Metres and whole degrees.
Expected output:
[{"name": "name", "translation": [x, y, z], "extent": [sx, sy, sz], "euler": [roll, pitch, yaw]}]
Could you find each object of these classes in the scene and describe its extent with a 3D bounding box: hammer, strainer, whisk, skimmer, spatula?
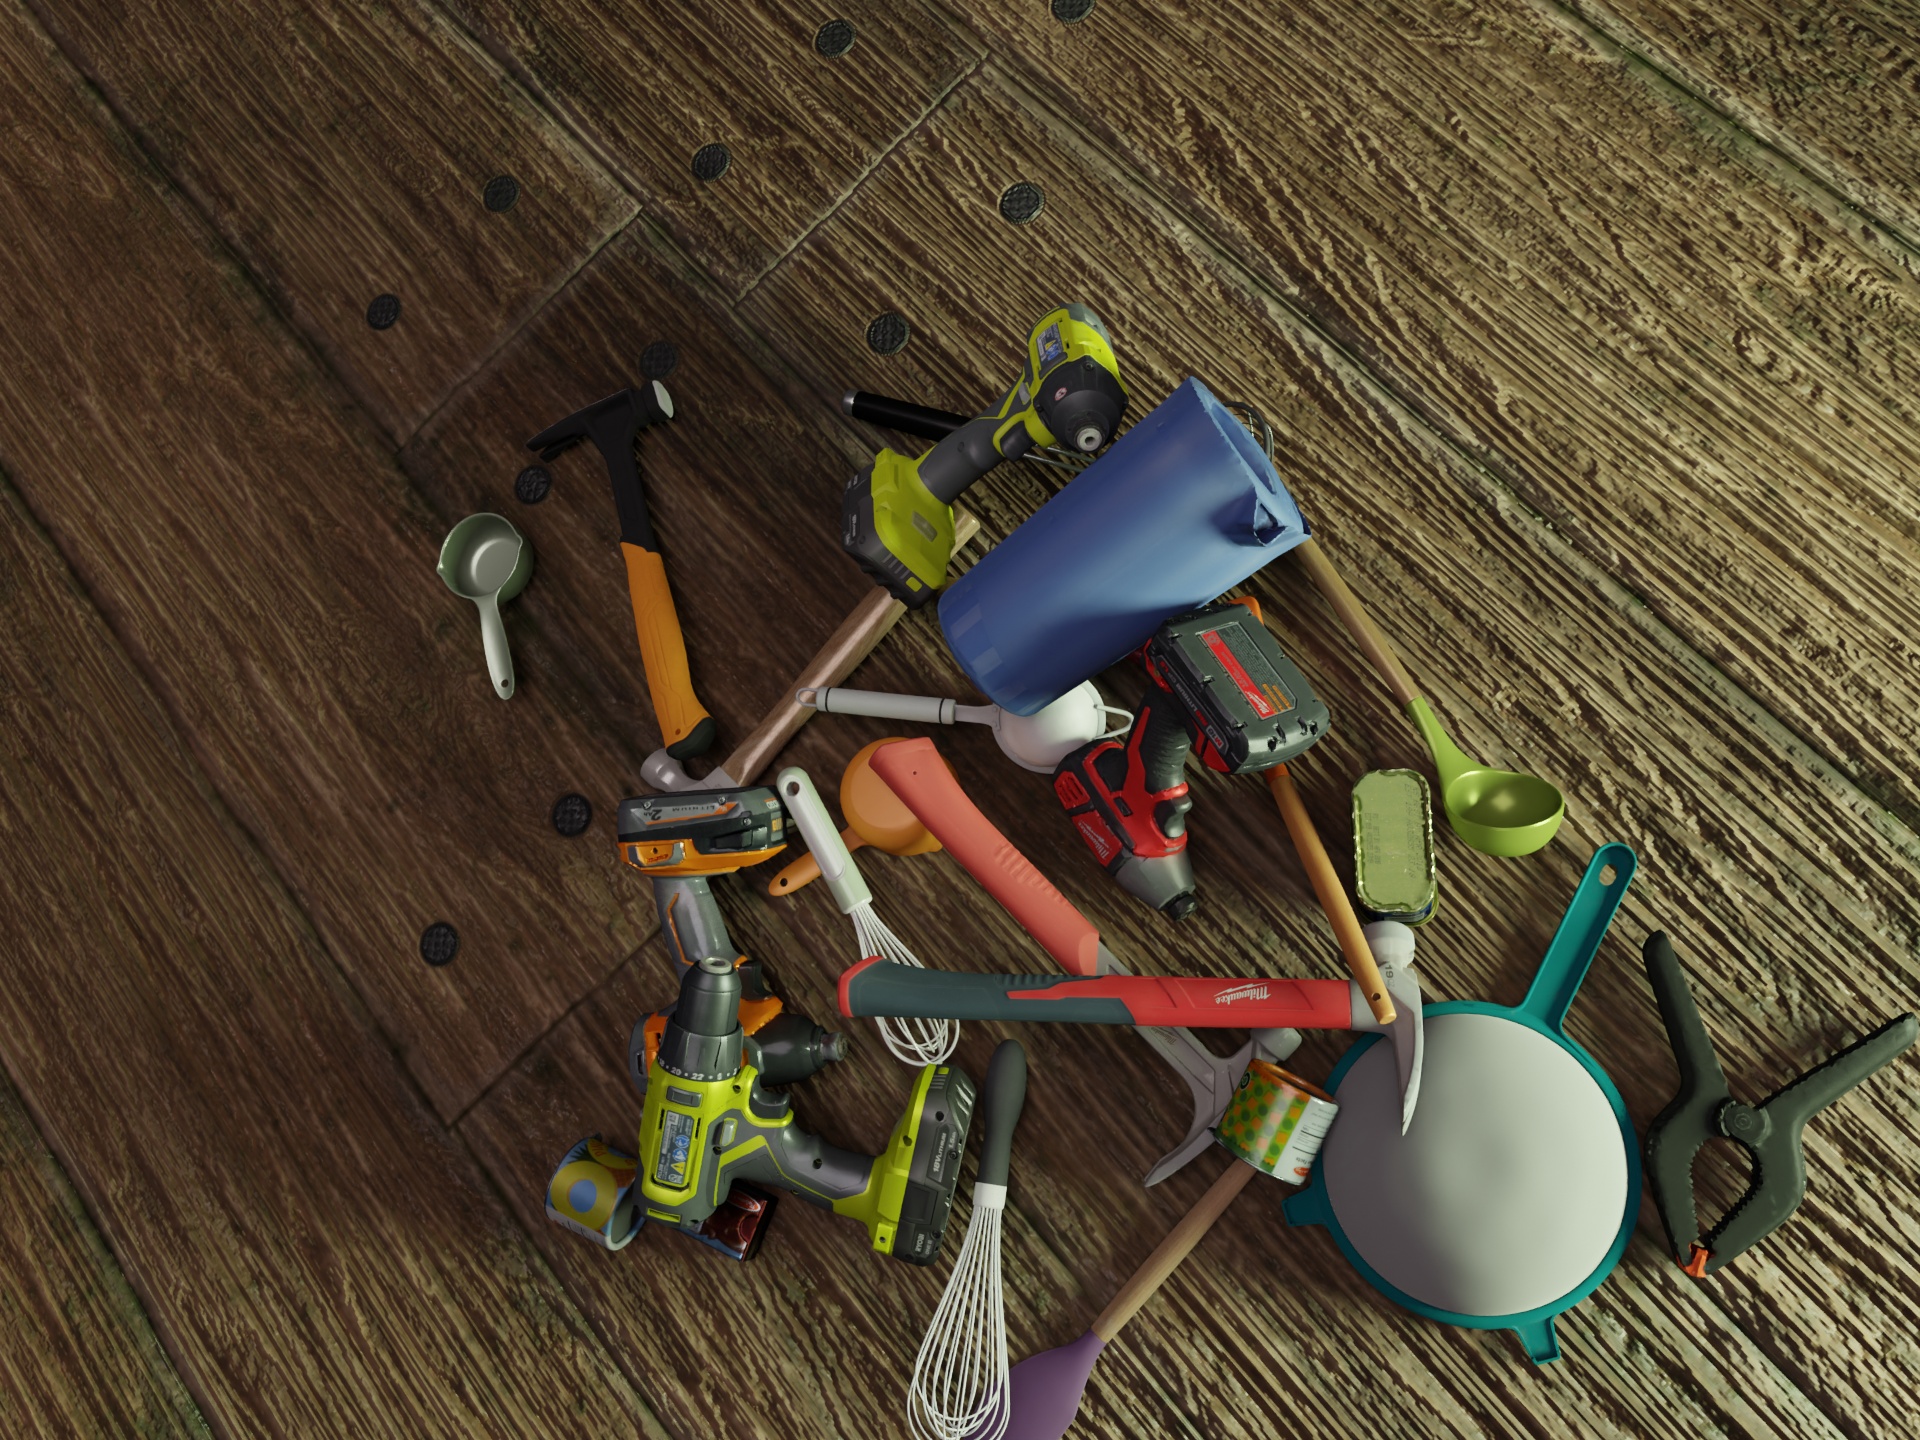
[{"name": "hammer", "translation": [-0.264, -0.118, 1.296], "extent": [0.127, 0.034, 0.337], "euler": [-22, 66, 9]}, {"name": "hammer", "translation": [0.105, 0.198, 1.055], "extent": [0.386, 0.038, 0.143], "euler": [-1, 47, 11]}, {"name": "strainer", "translation": [-0.002, -0.004, 1.189], "extent": [0.258, 0.050, 0.086], "euler": [6, 112, 14]}, {"name": "whisk", "translation": [-0.072, 0.143, 1.168], "extent": [0.058, 0.059, 0.246], "euler": [-30, 82, 12]}, {"name": "hammer", "translation": [-0.102, -0.039, 1.252], "extent": [0.130, 0.031, 0.331], "euler": [41, 91, 20]}, {"name": "skimmer", "translation": [0.062, -0.214, 1.214], "extent": [0.363, 0.090, 0.127], "euler": [18, 85, 19]}, {"name": "spatula", "translation": [0.223, 0.057, 1.080], "extent": [0.081, 0.041, 0.323], "euler": [-26, 54, 12]}, {"name": "whisk", "translation": [0.017, 0.367, 1.115], "extent": [0.070, 0.070, 0.285], "euler": [5, 74, 17]}, {"name": "spatula", "translation": [0.111, 0.403, 1.098], "extent": [0.316, 0.018, 0.060], "euler": [-49, 58, 1]}, {"name": "strainer", "translation": [0.359, 0.229, 1.026], "extent": [0.211, 0.095, 0.340], "euler": [26, 87, 20]}, {"name": "hammer", "translation": [0.062, 0.152, 1.130], "extent": [0.359, 0.036, 0.149], "euler": [44, 91, 10]}]

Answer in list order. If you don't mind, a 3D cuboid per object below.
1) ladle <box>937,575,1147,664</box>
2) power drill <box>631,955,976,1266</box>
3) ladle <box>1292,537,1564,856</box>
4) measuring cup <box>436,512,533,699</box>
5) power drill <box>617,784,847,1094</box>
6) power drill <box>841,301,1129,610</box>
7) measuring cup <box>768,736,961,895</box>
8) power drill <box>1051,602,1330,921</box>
[{"name": "ladle", "translation": [0.089, -0.066, 1.192], "extent": [0.315, 0.031, 0.069], "euler": [20, 87, 14]}, {"name": "power drill", "translation": [-0.110, 0.276, 1.113], "extent": [0.228, 0.080, 0.190], "euler": [13, 102, 5]}, {"name": "ladle", "translation": [0.310, -0.041, 1.124], "extent": [0.078, 0.062, 0.320], "euler": [-20, 66, -22]}, {"name": "measuring cup", "translation": [-0.390, -0.093, 1.344], "extent": [0.083, 0.038, 0.168], "euler": [-18, 75, 11]}, {"name": "power drill", "translation": [-0.170, 0.165, 1.185], "extent": [0.164, 0.084, 0.226], "euler": [-4, 91, 14]}, {"name": "power drill", "translation": [0.020, -0.187, 1.137], "extent": [0.223, 0.080, 0.171], "euler": [-37, 29, 22]}, {"name": "measuring cup", "translation": [-0.082, 0.080, 1.207], "extent": [0.173, 0.052, 0.095], "euler": [-34, 71, 4]}, {"name": "power drill", "translation": [0.149, 0.035, 1.081], "extent": [0.078, 0.219, 0.143], "euler": [-17, 63, -33]}]
